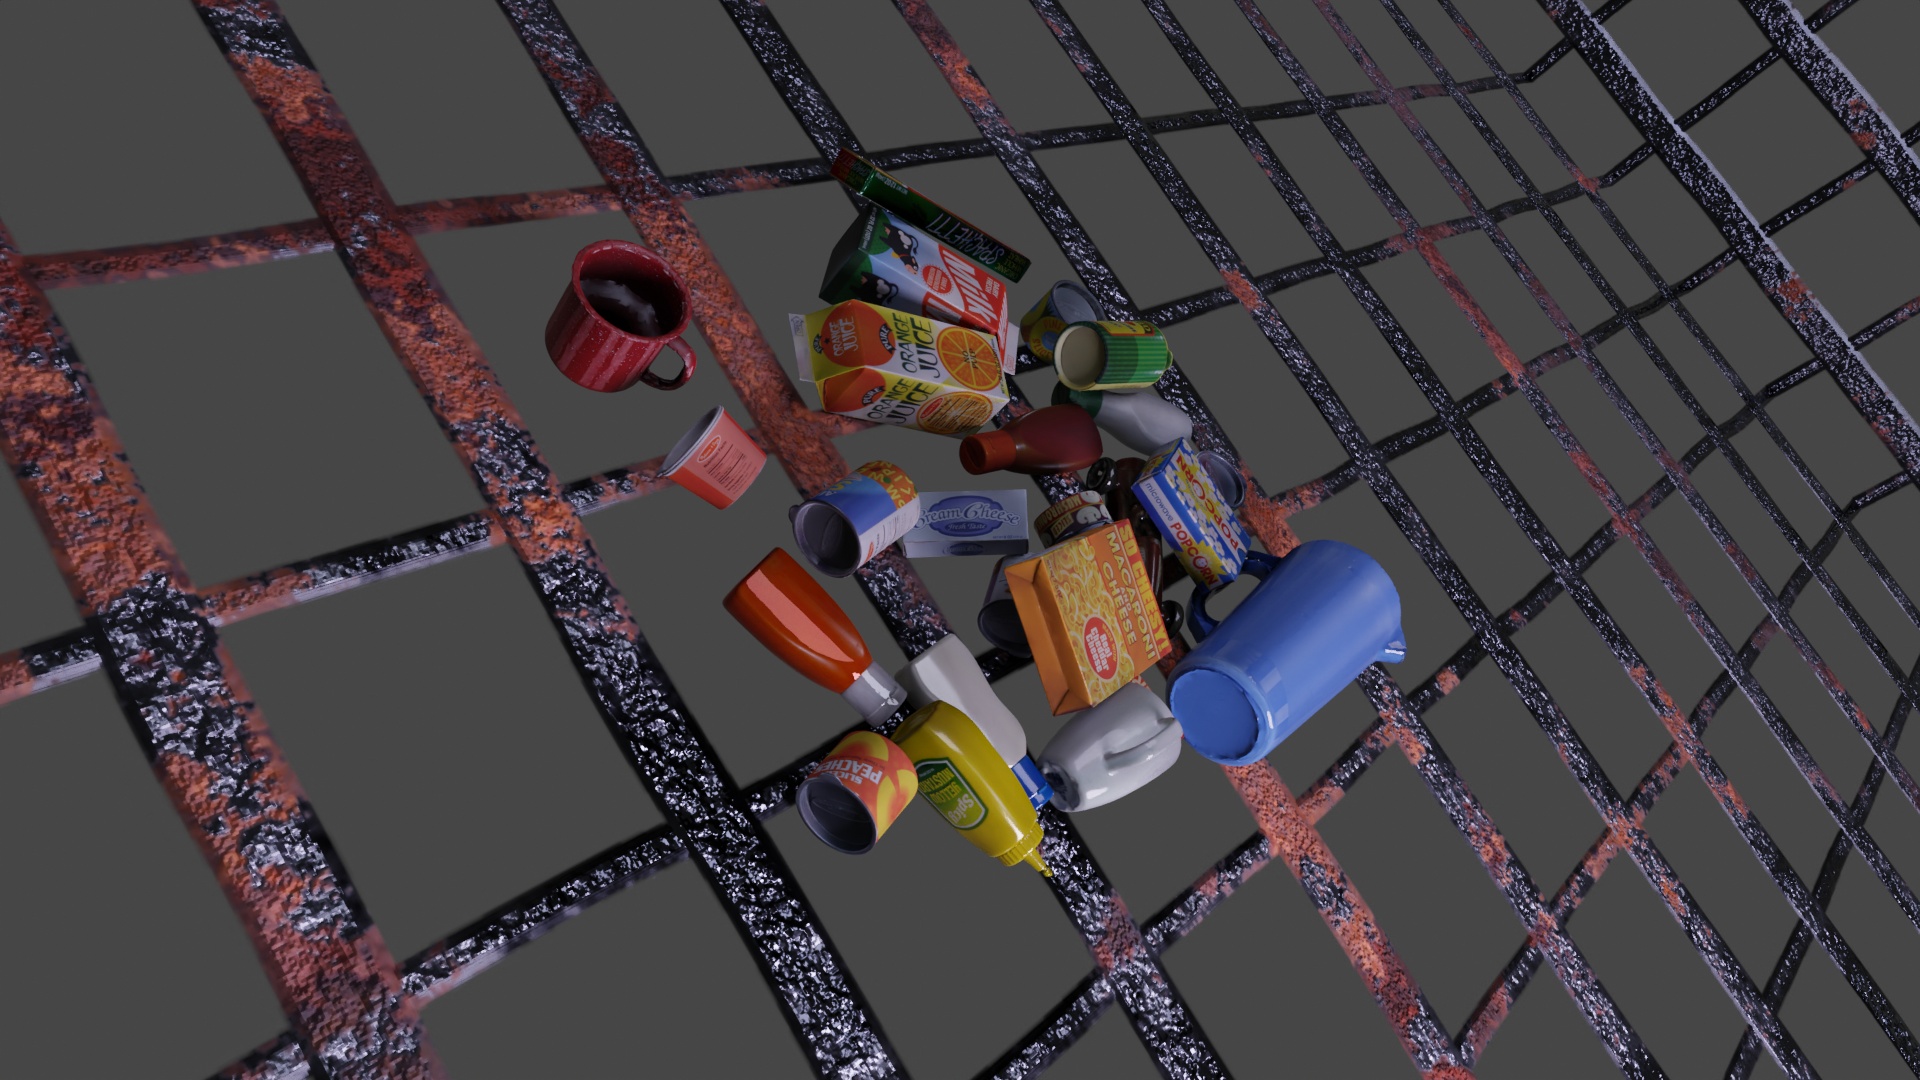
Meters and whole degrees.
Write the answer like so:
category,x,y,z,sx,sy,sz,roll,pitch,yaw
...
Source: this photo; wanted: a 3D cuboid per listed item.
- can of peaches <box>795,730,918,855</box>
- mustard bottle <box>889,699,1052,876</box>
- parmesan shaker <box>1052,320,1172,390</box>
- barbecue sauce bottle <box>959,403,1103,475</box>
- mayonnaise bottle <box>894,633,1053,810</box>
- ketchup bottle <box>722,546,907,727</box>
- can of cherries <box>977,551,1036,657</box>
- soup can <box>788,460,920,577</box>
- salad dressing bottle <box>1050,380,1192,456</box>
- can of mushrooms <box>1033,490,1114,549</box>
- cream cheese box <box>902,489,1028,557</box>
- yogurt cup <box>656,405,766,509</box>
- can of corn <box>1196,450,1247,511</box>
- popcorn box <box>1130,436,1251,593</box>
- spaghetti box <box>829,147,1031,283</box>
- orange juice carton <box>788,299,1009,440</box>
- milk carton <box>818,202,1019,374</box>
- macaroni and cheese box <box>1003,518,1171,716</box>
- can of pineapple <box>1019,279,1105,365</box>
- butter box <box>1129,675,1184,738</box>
category,x,y,z,sx,sy,sz,roll,pitch,yaw
can of peaches,-0.072,0.173,0.967,0.071,0.071,0.058,47,43,-1
mustard bottle,0.016,0.192,1.030,0.160,0.065,0.049,48,39,-6
parmesan shaker,0.146,-0.178,1.330,0.103,0.071,0.071,-10,67,-50
barbecue sauce bottle,0.064,-0.088,1.278,0.149,0.043,0.065,-13,71,-42
mayonnaise bottle,0.014,0.147,1.076,0.065,0.041,0.148,-33,85,-45
ketchup bottle,-0.104,0.075,1.029,0.149,0.043,0.065,45,44,-4
can of cherries,0.052,0.053,1.156,0.071,0.071,0.059,33,45,-16
soup can,-0.083,-0.020,1.097,0.071,0.071,0.084,50,43,2
salad dressing bottle,0.160,-0.124,1.379,0.148,0.043,0.064,16,54,-27
can of mushrooms,0.100,-0.014,1.236,0.071,0.070,0.033,-10,68,-42
cream cheese box,0.004,-0.014,1.154,0.104,0.024,0.053,-2,54,2
yogurt cup,-0.184,-0.060,1.048,0.054,0.072,0.073,41,43,-19
can of corn,0.240,-0.046,1.376,0.071,0.058,0.071,21,50,-26
popcorn box,0.216,-0.024,1.296,0.126,0.038,0.085,55,32,-10
spaghetti box,-0.022,-0.301,1.305,0.050,0.028,0.250,42,15,35
orange juice carton,-0.059,-0.149,1.201,0.193,0.072,0.072,9,56,-33
milk carton,-0.026,-0.219,1.276,0.190,0.073,0.073,27,45,-21
macaroni and cheese box,0.107,0.058,1.131,0.167,0.040,0.123,-21,93,-58
can of pineapple,0.101,-0.215,1.385,0.071,0.057,0.071,20,50,-26
butter box,0.143,0.142,1.191,0.103,0.024,0.053,53,44,5
